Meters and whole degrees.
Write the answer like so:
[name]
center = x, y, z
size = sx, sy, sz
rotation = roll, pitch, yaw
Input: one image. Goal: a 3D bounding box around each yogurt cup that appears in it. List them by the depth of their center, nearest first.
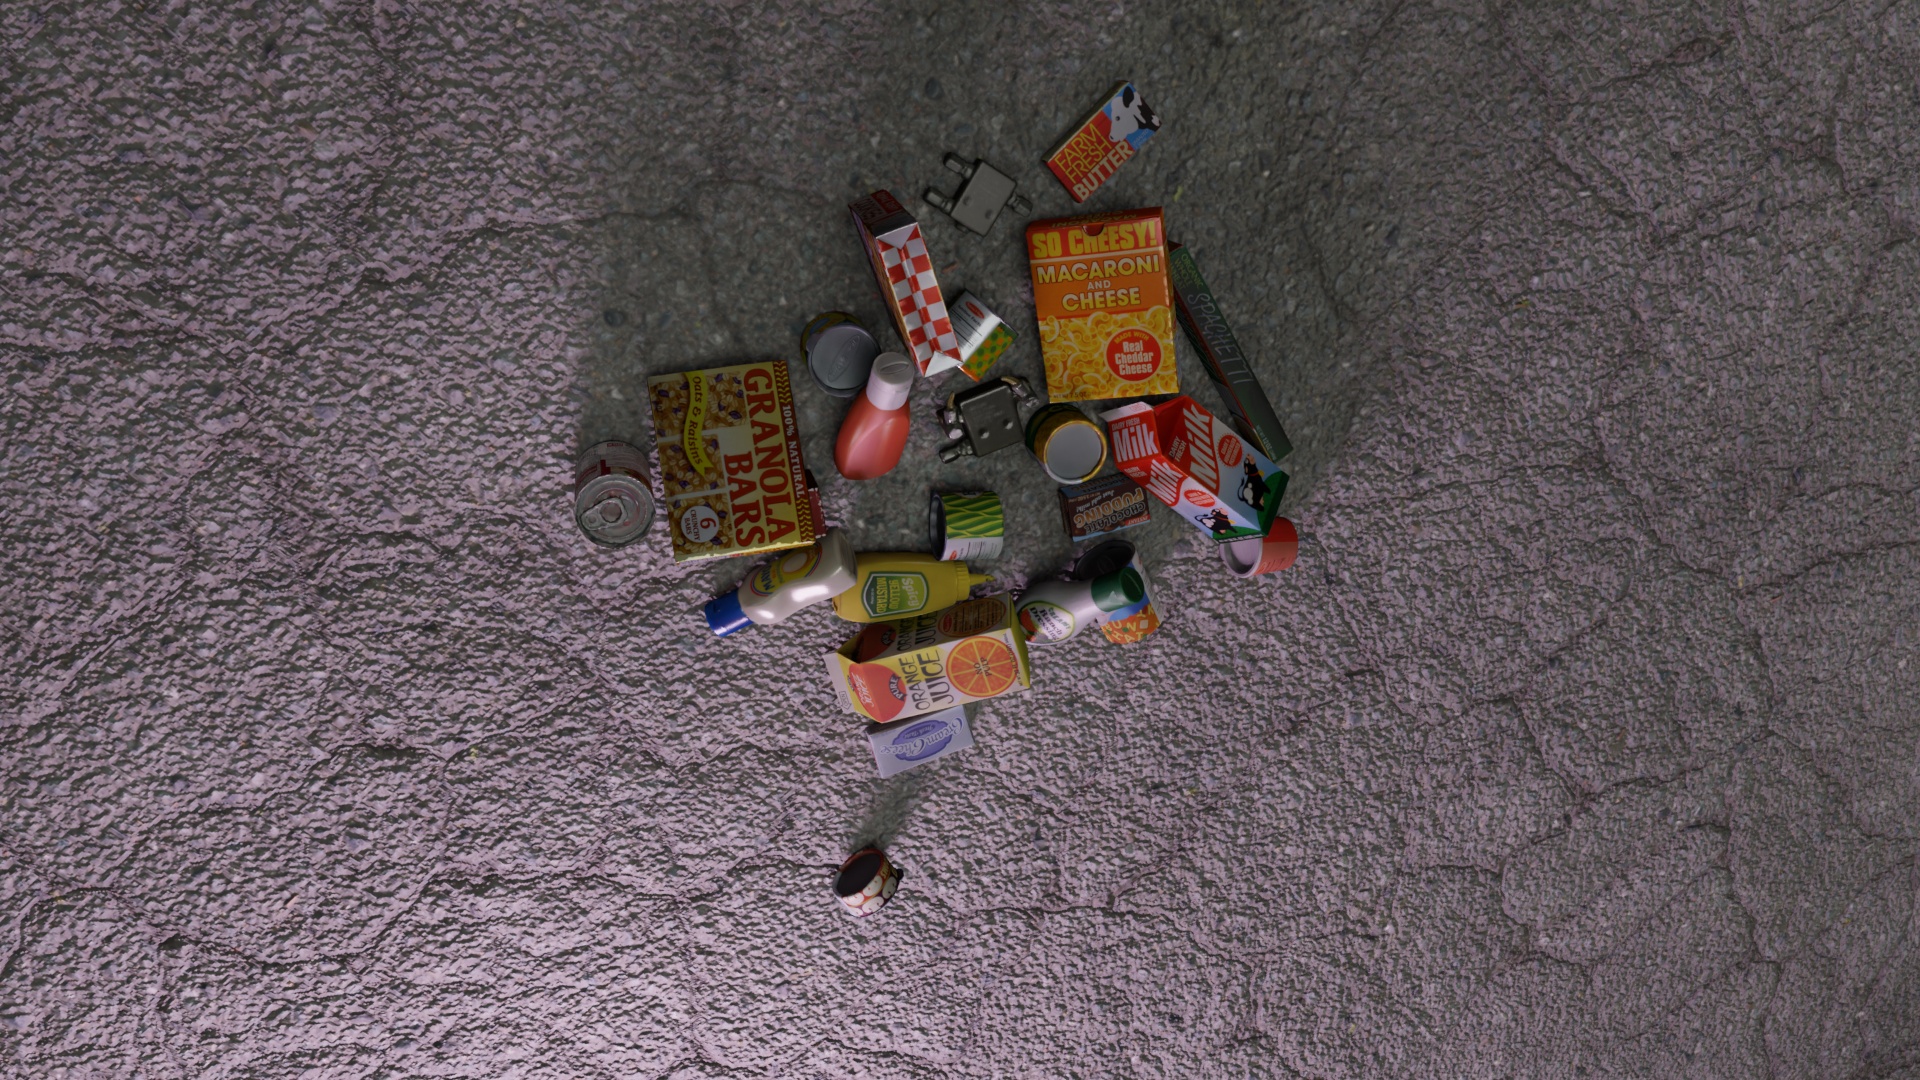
[yogurt cup]
center = 0.308, 0.003, 1.422
size = 0.054, 0.072, 0.072
rotation = -1, 111, -23

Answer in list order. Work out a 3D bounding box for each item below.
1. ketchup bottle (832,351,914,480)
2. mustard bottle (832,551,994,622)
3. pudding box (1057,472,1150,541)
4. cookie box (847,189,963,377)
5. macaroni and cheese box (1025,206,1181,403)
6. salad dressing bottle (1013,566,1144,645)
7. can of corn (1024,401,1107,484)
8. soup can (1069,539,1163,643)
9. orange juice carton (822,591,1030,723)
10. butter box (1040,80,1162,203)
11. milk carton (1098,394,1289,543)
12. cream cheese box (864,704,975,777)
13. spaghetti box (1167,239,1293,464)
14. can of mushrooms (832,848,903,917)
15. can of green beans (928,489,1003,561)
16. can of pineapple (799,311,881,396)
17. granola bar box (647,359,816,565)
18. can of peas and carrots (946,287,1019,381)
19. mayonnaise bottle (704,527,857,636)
[ketchup bottle]
center = -0.072, -0.110, 1.236
size = 0.065, 0.043, 0.148
rotation = -18, 157, -24
[mustard bottle]
center = -0.043, 0.041, 1.347
size = 0.160, 0.049, 0.065
rotation = -5, 111, -13
[pudding box]
center = 0.143, -0.034, 1.379
size = 0.084, 0.030, 0.049
rotation = -14, 114, -9
[cookie box]
center = -0.047, -0.222, 1.179
size = 0.040, 0.168, 0.122
rotation = -21, 115, -3
[macaroni and cheese box]
center = 0.133, -0.214, 1.275
size = 0.124, 0.040, 0.165
rotation = -4, 114, 14
[salad dressing bottle]
center = 0.112, 0.062, 1.353
size = 0.147, 0.044, 0.064
rotation = -24, 111, 43
[can of corn]
center = 0.102, -0.095, 1.329
size = 0.071, 0.058, 0.071
rotation = -5, 112, -13
[soup can]
center = 0.157, 0.053, 1.398
size = 0.071, 0.071, 0.083
rotation = -29, 116, -3
[orange juice carton]
center = -0.034, 0.118, 1.352
size = 0.193, 0.073, 0.071
rotation = -14, 115, 8
[butter box]
center = 0.127, -0.359, 1.252
size = 0.103, 0.024, 0.053
rotation = -44, 114, 4
[milk carton]
center = 0.222, -0.077, 1.348
size = 0.190, 0.072, 0.074
rotation = 34, 68, -23
[cream cheese box]
center = -0.041, 0.200, 1.423
size = 0.104, 0.024, 0.053
rotation = -19, 115, -7
[spaghetti box]
center = 0.250, -0.181, 1.341
size = 0.029, 0.050, 0.249
rotation = -36, 115, -2
[can of mushrooms]
center = -0.097, 0.354, 1.444
size = 0.071, 0.071, 0.033
rotation = -35, 114, 0
[can of green beans]
center = 0.005, -0.014, 1.329
size = 0.058, 0.071, 0.071
rotation = -3, 111, -15
[can of pineapple]
center = -0.109, -0.169, 1.242
size = 0.071, 0.058, 0.070
rotation = -5, 112, -13
[granola bar box]
center = -0.202, -0.068, 1.228
size = 0.124, 0.039, 0.165
rotation = -9, 85, -11
[can of peas and carrots]
center = 0.011, -0.186, 1.266
size = 0.071, 0.071, 0.058
rotation = 38, 98, -25
[mayonnaise bottle]
center = -0.169, 0.044, 1.301
size = 0.148, 0.065, 0.041
rotation = -26, 133, 12
